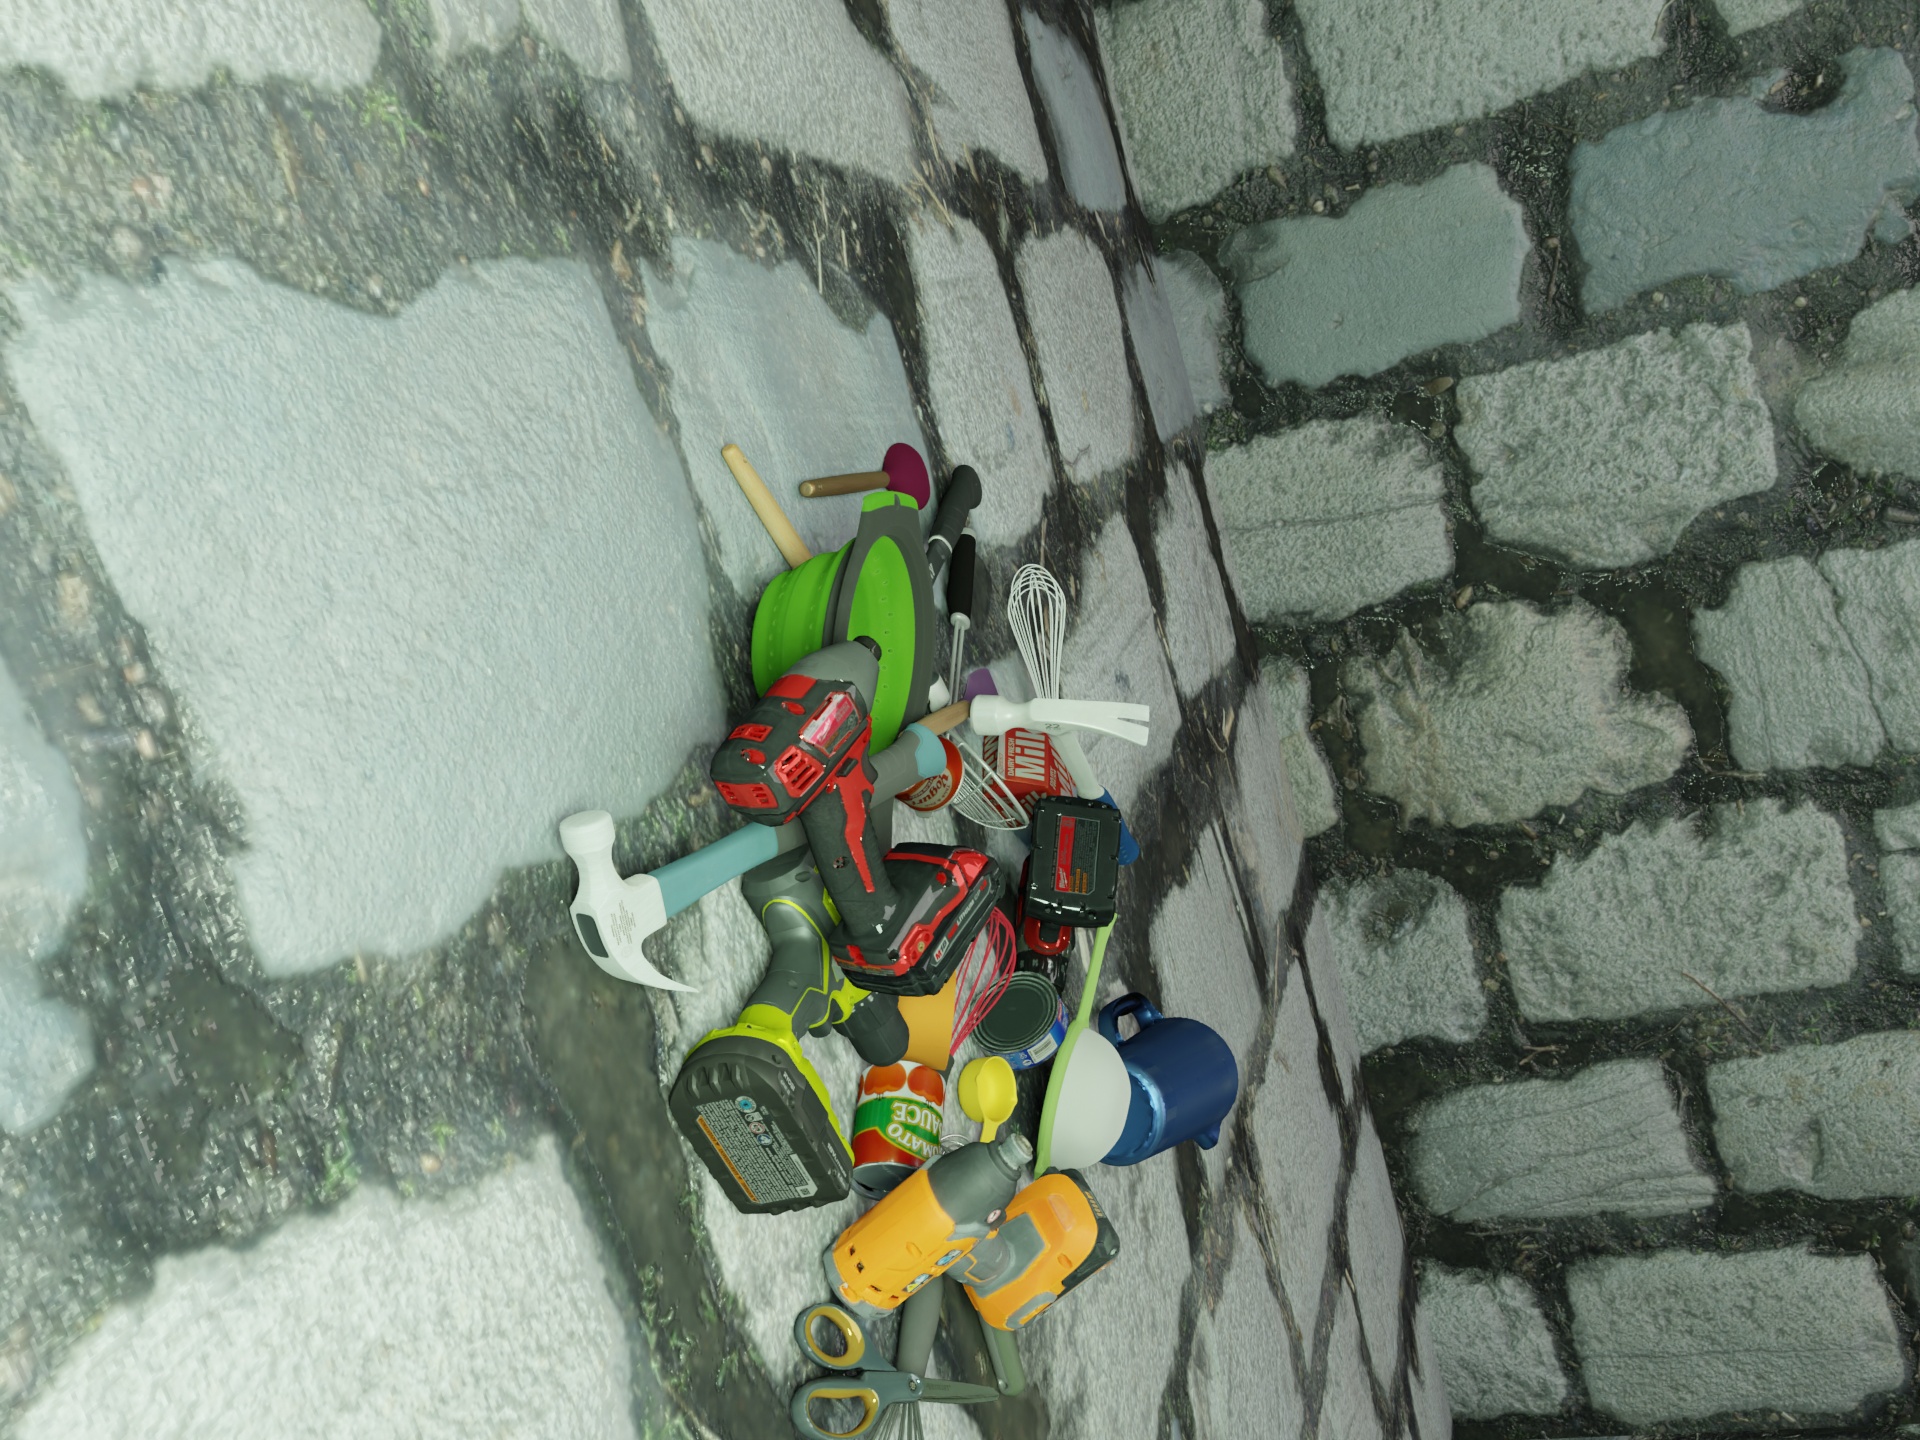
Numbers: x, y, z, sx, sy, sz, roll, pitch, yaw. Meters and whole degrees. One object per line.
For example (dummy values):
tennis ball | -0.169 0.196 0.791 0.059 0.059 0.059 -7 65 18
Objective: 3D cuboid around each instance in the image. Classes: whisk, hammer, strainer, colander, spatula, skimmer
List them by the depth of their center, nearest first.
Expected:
hammer | -0.116 0.069 1.025 0.331 0.033 0.128 -28 116 -49
whisk | -0.037 0.477 1.128 0.239 0.055 0.055 -75 147 -59
colander | -0.097 0.027 1.193 0.204 0.094 0.397 -21 115 -71
whisk | 0.014 0.445 1.290 0.059 0.058 0.246 -25 108 -34
spatula | -0.002 -0.004 1.308 0.316 0.018 0.060 -26 97 -75
whisk | -0.012 0.262 1.308 0.073 0.073 0.296 63 31 -33
hammer | 0.124 0.063 1.466 0.405 0.144 0.035 56 38 -65
hammer | -0.026 -0.160 1.490 0.409 0.036 0.149 -72 140 -61
strainer | 0.136 0.312 1.511 0.151 0.069 0.256 16 87 -74
skimmer | 0.023 -0.055 1.524 0.127 0.090 0.364 54 31 -45
whisk | 0.095 -0.032 1.761 0.070 0.070 0.284 -7 90 -69

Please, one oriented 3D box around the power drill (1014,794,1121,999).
power drill | 0.089 0.186 1.488 0.226 0.080 0.188 102 -4 -64

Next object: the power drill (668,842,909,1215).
power drill | -0.100 0.213 1.065 0.229 0.080 0.190 -73 142 -57

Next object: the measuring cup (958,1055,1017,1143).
measuring cup | 0.011 0.363 1.357 0.062 0.029 0.157 39 54 -41

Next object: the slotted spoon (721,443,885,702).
slotted spoon | -0.110 -0.101 1.295 0.070 0.031 0.313 -81 149 -44

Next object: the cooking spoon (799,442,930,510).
cooking spoon | -0.080 -0.219 1.452 0.319 0.017 0.068 -32 108 -69

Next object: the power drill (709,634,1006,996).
power drill | -0.060 0.059 1.012 0.143 0.078 0.219 -54 130 -36

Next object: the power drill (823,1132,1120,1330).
power drill | 0.025 0.364 1.143 0.226 0.164 0.084 34 18 -52

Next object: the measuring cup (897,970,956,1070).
measuring cup | -0.036 0.207 1.273 0.174 0.052 0.095 -98 -166 -64
